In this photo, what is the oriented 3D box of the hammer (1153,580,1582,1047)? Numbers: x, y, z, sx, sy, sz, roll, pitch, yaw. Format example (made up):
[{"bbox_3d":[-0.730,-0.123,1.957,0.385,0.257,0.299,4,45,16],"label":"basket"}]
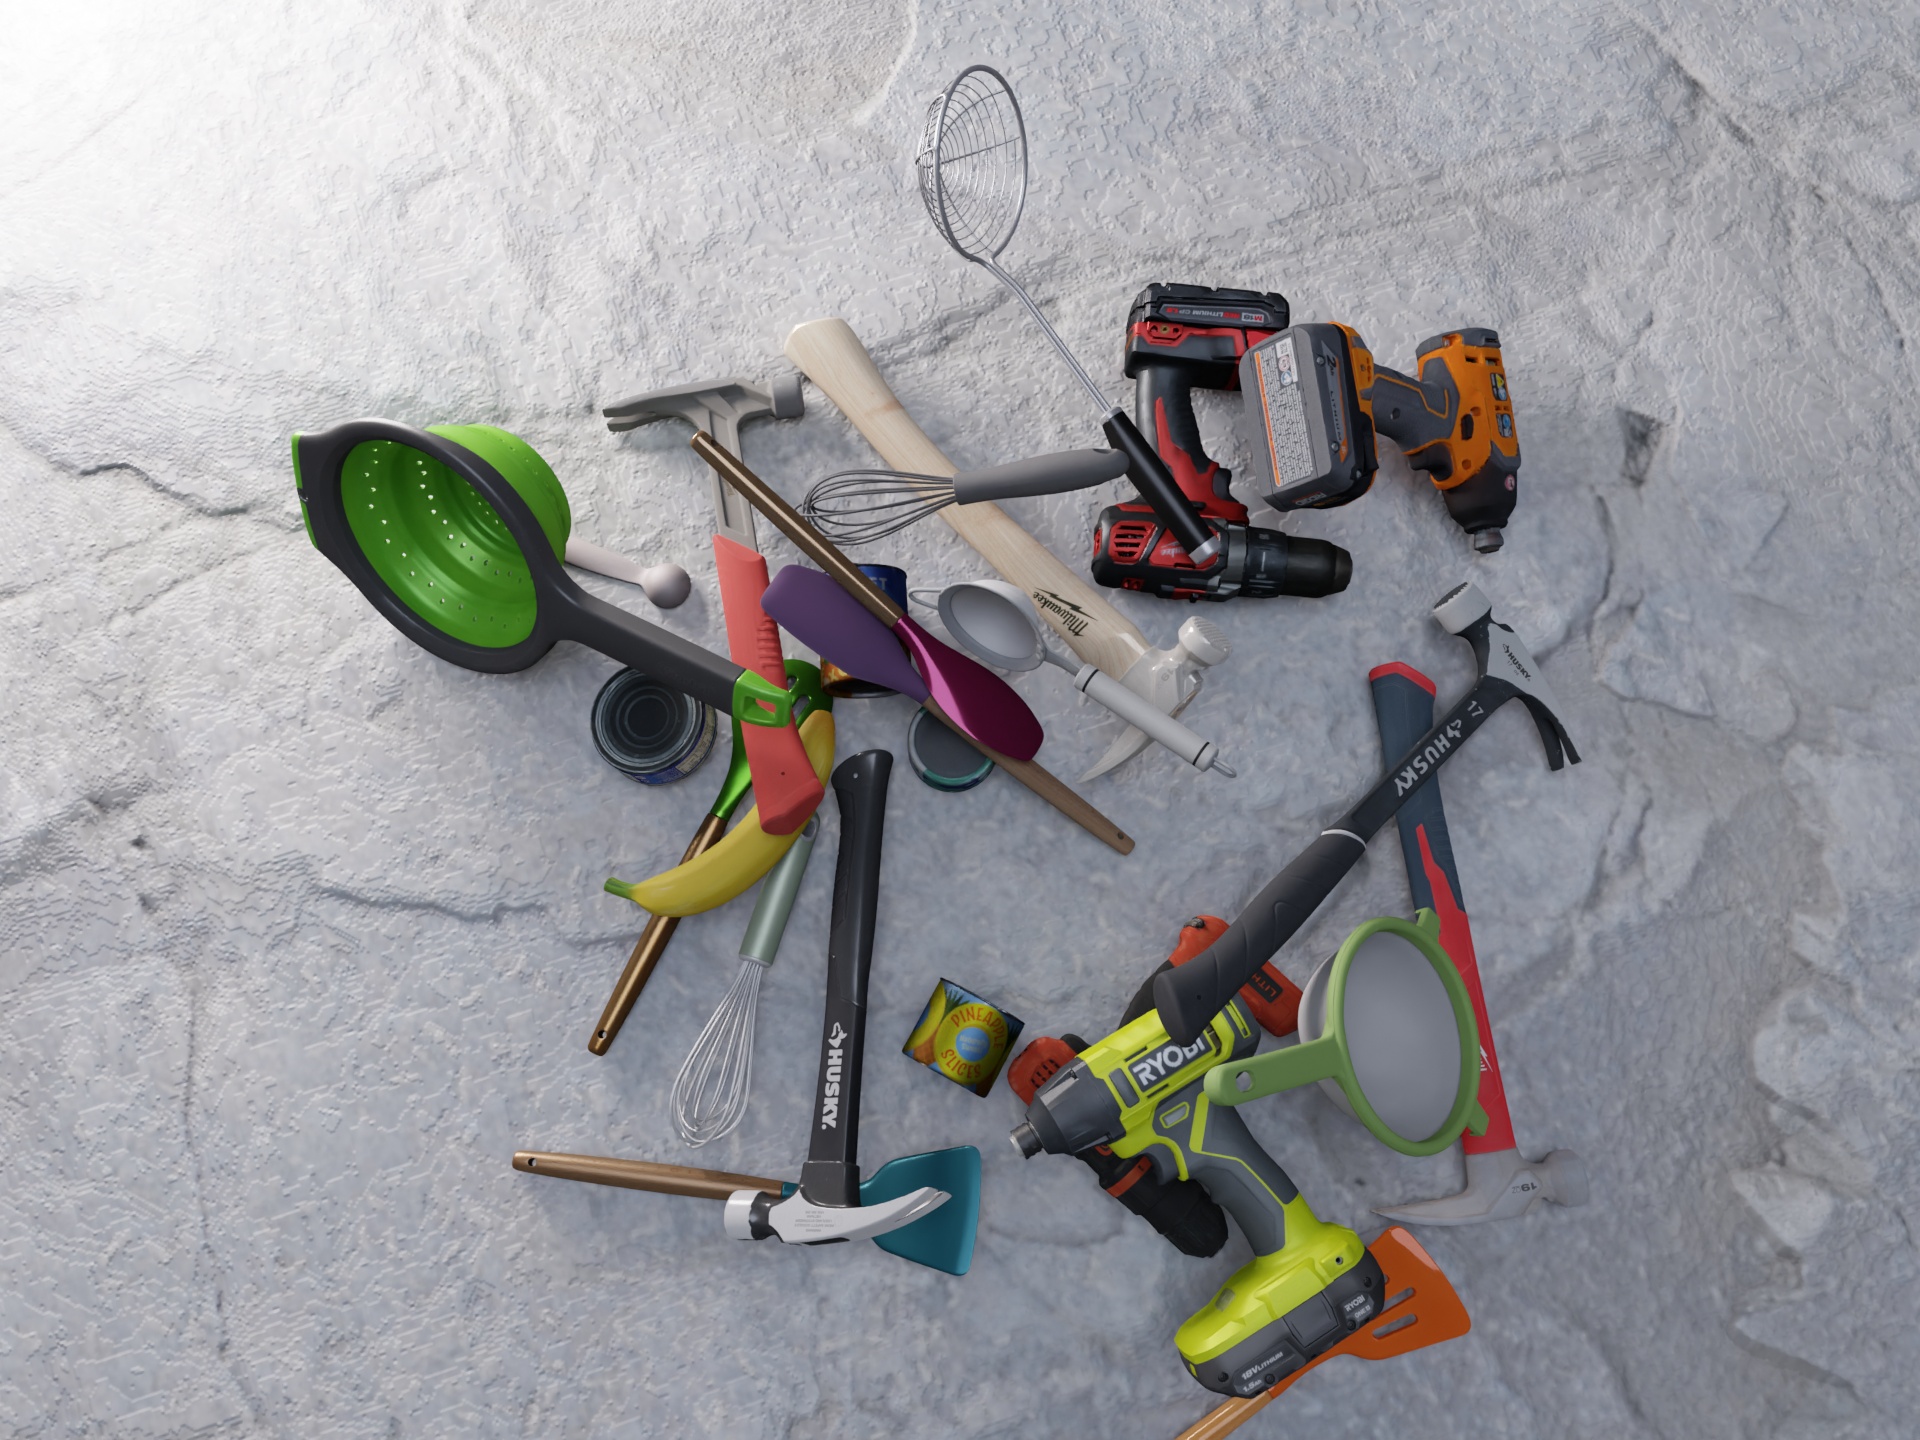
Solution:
[{"bbox_3d":[0.269,0.073,1.058,0.409,0.036,0.149,-40,90,-27],"label":"hammer"}]

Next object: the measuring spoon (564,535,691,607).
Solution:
[{"bbox_3d":[-0.258,-0.116,1.173,0.124,0.018,0.034,20,78,4],"label":"measuring spoon"}]

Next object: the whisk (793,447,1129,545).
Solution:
[{"bbox_3d":[-0.001,-0.161,1.104,0.239,0.055,0.055,-8,77,12],"label":"whisk"}]

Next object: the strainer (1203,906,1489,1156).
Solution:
[{"bbox_3d":[0.227,0.209,1.000,0.256,0.069,0.151,-3,77,-39],"label":"strainer"}]

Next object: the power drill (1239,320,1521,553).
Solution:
[{"bbox_3d":[0.311,-0.198,1.128,0.226,0.084,0.164,-5,85,-34],"label":"power drill"}]

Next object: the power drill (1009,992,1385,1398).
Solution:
[{"bbox_3d":[0.149,0.299,1.007,0.171,0.080,0.223,-29,83,-9],"label":"power drill"}]

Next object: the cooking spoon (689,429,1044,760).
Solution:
[{"bbox_3d":[-0.062,-0.086,1.092,0.319,0.017,0.069,42,40,-6],"label":"cooking spoon"}]

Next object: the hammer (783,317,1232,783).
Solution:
[{"bbox_3d":[0.007,-0.140,1.157,0.411,0.038,0.146,47,116,16],"label":"hammer"}]

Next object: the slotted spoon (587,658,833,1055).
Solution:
[{"bbox_3d":[-0.181,0.092,1.123,0.070,0.031,0.314,25,80,9],"label":"slotted spoon"}]

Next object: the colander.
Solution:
[{"bbox_3d":[-0.271,-0.106,1.098,0.397,0.204,0.094,25,47,13],"label":"colander"}]

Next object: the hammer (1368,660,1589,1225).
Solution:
[{"bbox_3d":[0.323,0.150,1.111,0.143,0.038,0.386,-8,78,-1],"label":"hammer"}]

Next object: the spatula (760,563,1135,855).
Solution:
[{"bbox_3d":[-0.002,-0.004,1.105,0.315,0.018,0.060,38,58,-10],"label":"spatula"}]

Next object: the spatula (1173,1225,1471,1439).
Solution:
[{"bbox_3d":[0.182,0.453,1.039,0.322,0.041,0.081,-34,80,-7],"label":"spatula"}]

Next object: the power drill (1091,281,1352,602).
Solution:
[{"bbox_3d":[0.197,-0.196,1.169,0.188,0.080,0.227,6,80,1],"label":"power drill"}]

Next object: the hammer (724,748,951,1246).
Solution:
[{"bbox_3d":[-0.071,0.177,1.067,0.146,0.035,0.335,-7,64,22],"label":"hammer"}]

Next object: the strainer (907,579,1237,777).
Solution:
[{"bbox_3d":[0.080,-0.034,1.088,0.258,0.086,0.050,35,63,15],"label":"strainer"}]

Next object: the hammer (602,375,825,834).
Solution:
[{"bbox_3d":[-0.161,-0.088,1.125,0.149,0.036,0.359,-10,66,-4],"label":"hammer"}]

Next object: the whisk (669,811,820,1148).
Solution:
[{"bbox_3d":[-0.145,0.174,1.099,0.057,0.059,0.246,28,71,-32],"label":"whisk"}]

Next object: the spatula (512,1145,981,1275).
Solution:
[{"bbox_3d":[-0.146,0.311,1.065,0.317,0.044,0.082,6,72,2],"label":"spatula"}]

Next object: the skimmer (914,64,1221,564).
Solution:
[{"bbox_3d":[0.088,-0.276,1.097,0.363,0.090,0.127,55,37,1],"label":"skimmer"}]
